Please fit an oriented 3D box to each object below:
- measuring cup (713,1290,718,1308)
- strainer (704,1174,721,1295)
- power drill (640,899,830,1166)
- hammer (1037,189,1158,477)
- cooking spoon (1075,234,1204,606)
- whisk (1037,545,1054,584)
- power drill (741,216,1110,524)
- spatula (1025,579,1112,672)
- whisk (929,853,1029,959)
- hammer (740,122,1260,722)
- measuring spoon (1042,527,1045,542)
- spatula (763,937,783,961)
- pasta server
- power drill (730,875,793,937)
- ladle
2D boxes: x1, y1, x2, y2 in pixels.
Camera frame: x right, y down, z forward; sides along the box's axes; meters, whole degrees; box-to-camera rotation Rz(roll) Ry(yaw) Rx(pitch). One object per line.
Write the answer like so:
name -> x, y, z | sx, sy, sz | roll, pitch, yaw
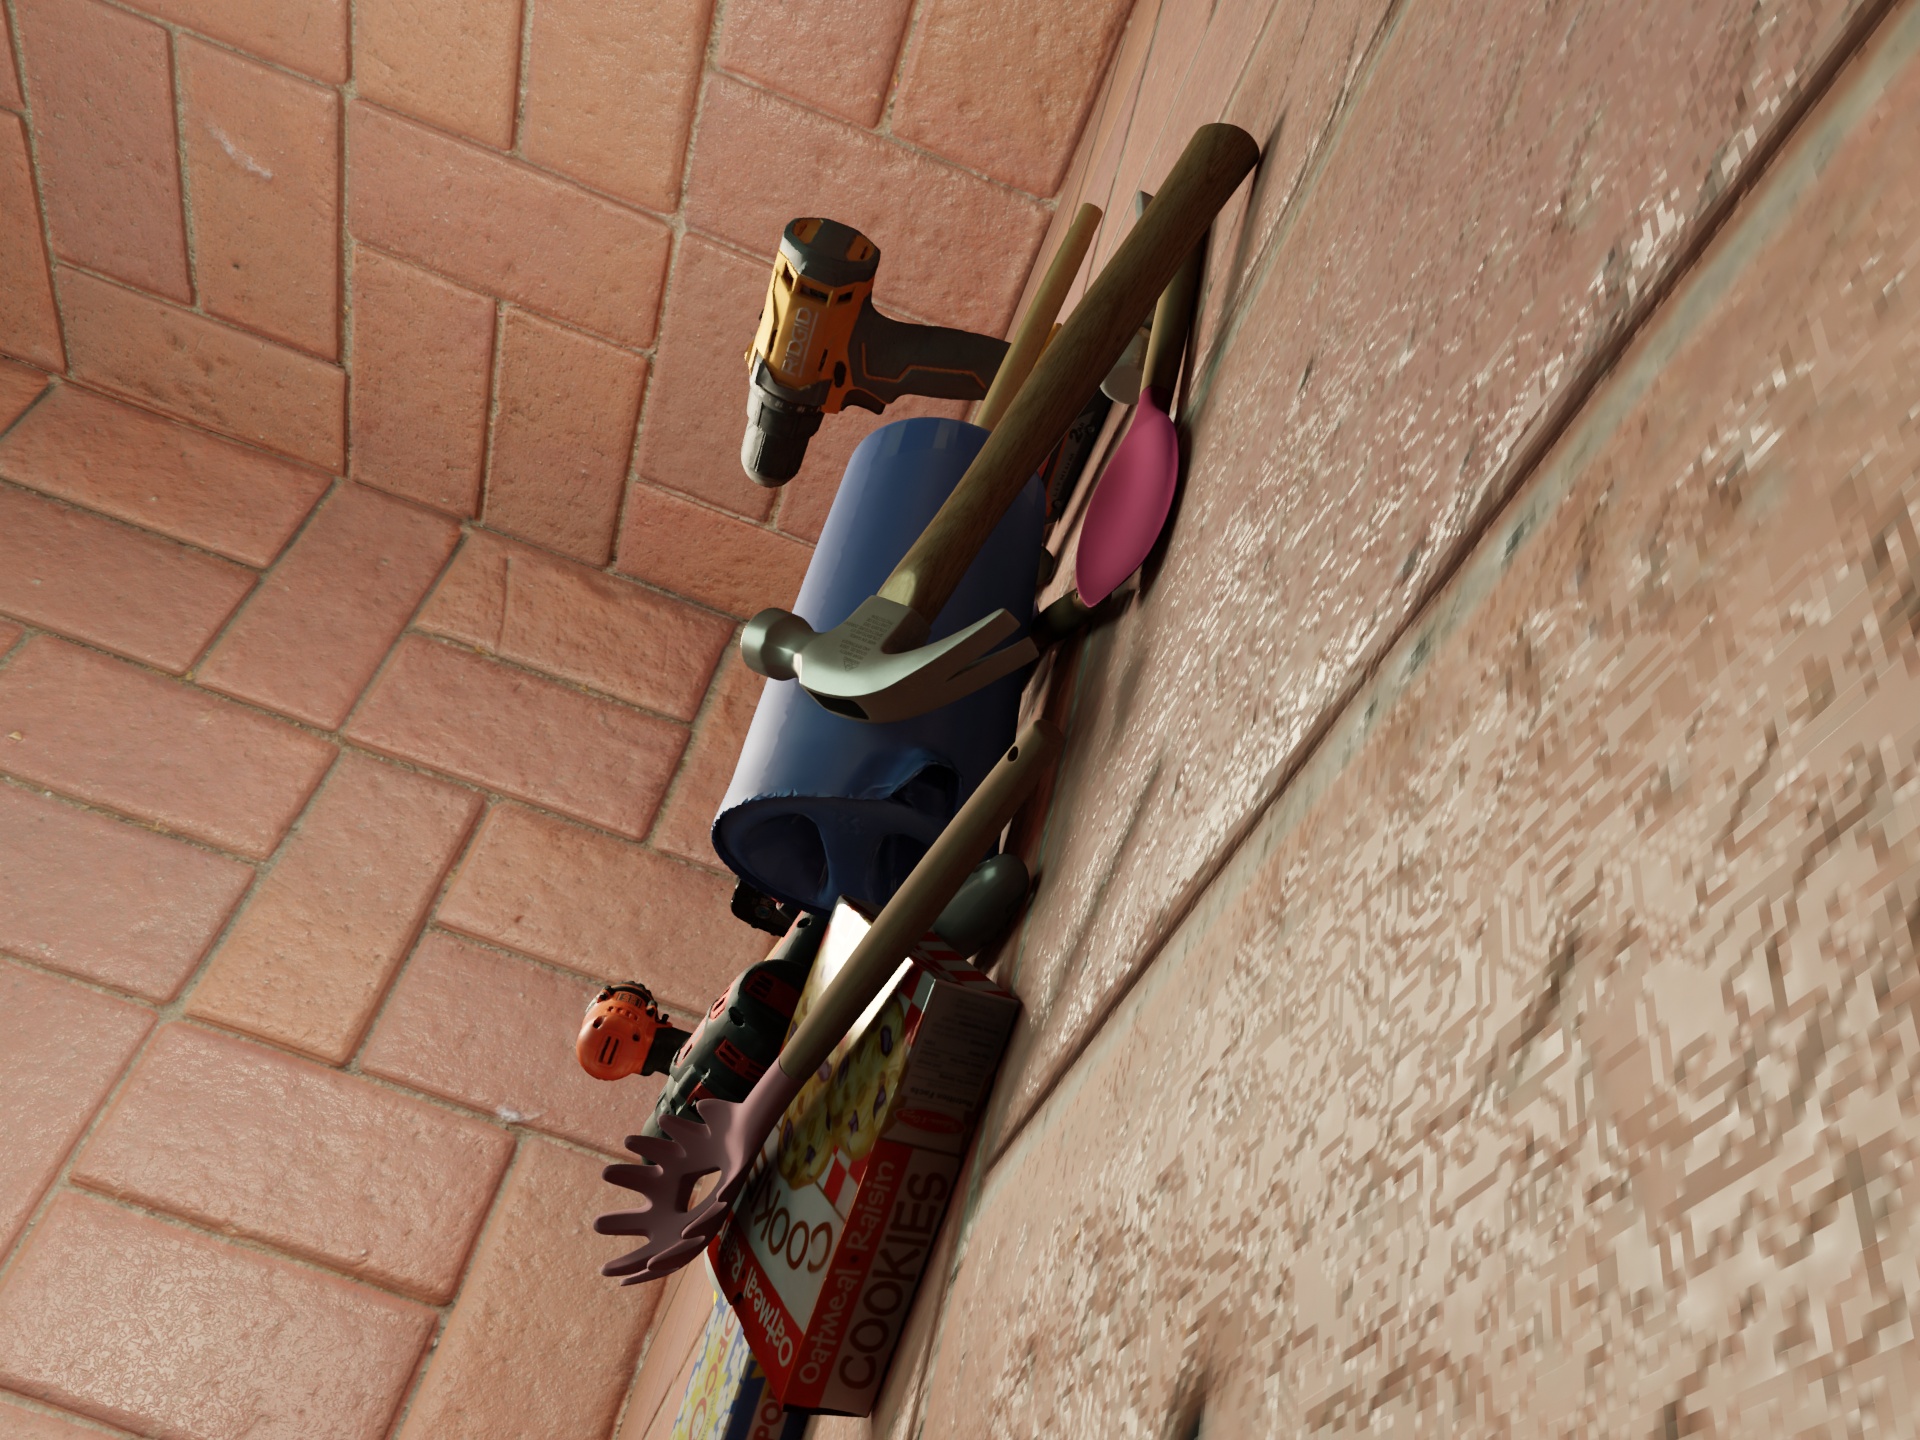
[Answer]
measuring cup -> -0.136, 0.386, 1.088 | 0.156, 0.029, 0.062 | -19, 50, 68
strainer -> -0.104, 0.256, 0.945 | 0.256, 0.069, 0.151 | -91, 21, -71
power drill -> -0.106, 0.158, 0.939 | 0.187, 0.080, 0.227 | -53, 4, 39
hammer -> 0.030, -0.145, 0.960 | 0.359, 0.036, 0.149 | -51, 21, 50
cooking spoon -> 0.095, -0.164, 0.741 | 0.068, 0.017, 0.319 | -42, 23, 42
whisk -> 0.024, -0.097, 1.073 | 0.246, 0.059, 0.058 | -175, 93, -80
power drill -> -0.031, -0.203, 1.035 | 0.084, 0.226, 0.185 | -76, 8, -50
spatula -> 0.044, -0.045, 0.829 | 0.316, 0.018, 0.060 | 153, 132, -84
whisk -> -0.019, 0.113, 0.735 | 0.239, 0.055, 0.055 | 125, 164, -56
hammer -> 0.039, -0.138, 0.706 | 0.130, 0.031, 0.331 | 22, 72, 42
measuring spoon -> 0.054, -0.143, 1.113 | 0.124, 0.018, 0.034 | -68, -32, -70
spatula -> -0.100, 0.115, 1.354 | 0.317, 0.044, 0.082 | -52, 14, 16
pasta server -> -0.057, 0.115, 0.607 | 0.316, 0.040, 0.060 | -54, 40, 28
power drill -> -0.102, 0.043, 1.245 | 0.229, 0.080, 0.190 | -77, 9, -54
ladle -> -0.003, -0.158, 0.919 | 0.320, 0.062, 0.078 | -64, 6, 0
